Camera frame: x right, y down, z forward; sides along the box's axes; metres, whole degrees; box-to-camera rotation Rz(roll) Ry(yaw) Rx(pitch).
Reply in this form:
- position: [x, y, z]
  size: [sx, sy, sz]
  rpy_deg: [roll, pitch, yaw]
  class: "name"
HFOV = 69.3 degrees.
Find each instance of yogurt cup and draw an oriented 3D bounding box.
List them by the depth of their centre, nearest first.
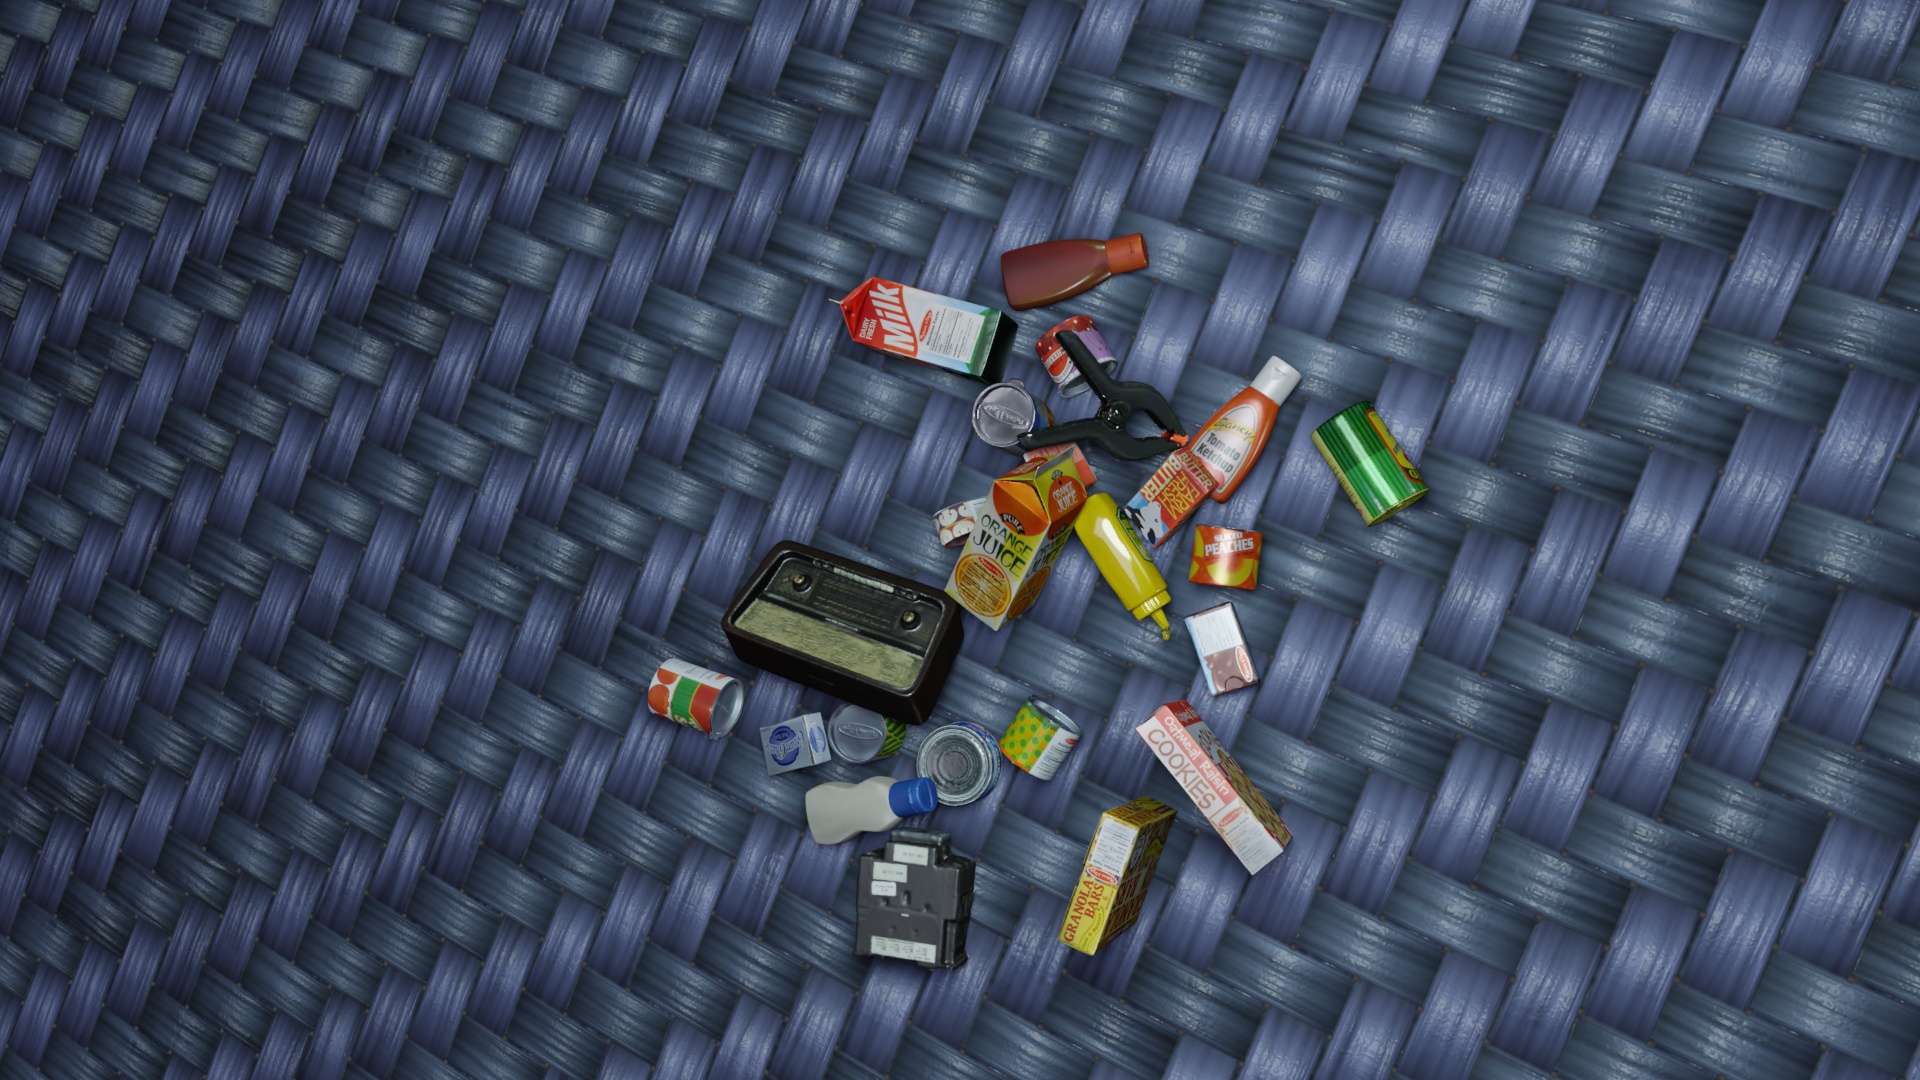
- position: [0.103, -0.071, 1.415]
  size: [0.054, 0.072, 0.072]
  rpy_deg: [-30, 77, 6]
  class: "yogurt cup"

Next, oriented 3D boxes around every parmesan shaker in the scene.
- position: [0.387, -0.074, 1.316]
  size: [0.071, 0.071, 0.103]
  rpy_deg: [-33, 76, 13]
  class: "parmesan shaker"

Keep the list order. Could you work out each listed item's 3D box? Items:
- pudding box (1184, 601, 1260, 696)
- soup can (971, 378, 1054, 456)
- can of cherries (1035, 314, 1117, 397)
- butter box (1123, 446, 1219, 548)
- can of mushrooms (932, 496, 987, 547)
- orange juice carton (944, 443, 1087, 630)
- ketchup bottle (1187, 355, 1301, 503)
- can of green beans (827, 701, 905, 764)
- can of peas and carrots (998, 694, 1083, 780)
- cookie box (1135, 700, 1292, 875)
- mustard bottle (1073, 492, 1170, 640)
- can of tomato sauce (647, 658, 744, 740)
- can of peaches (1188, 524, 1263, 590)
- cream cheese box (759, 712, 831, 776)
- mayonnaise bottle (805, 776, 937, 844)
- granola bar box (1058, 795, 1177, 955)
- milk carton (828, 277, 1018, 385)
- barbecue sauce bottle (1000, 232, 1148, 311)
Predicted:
- position: [0.257, 0.107, 1.366]
  size: [0.049, 0.030, 0.084]
  rpy_deg: [-21, 79, 15]
  class: "pudding box"
- position: [0.057, -0.125, 1.423]
  size: [0.071, 0.084, 0.071]
  rpy_deg: [-1, 85, 18]
  class: "soup can"
- position: [0.116, -0.188, 1.416]
  size: [0.071, 0.071, 0.058]
  rpy_deg: [-32, 77, 14]
  class: "can of cherries"
- position: [0.206, -0.042, 1.369]
  size: [0.053, 0.024, 0.103]
  rpy_deg: [53, 140, 14]
  class: "butter box"
- position: [0.005, -0.018, 1.442]
  size: [0.071, 0.071, 0.033]
  rpy_deg: [-22, 80, 16]
  class: "can of mushrooms"
- position: [0.060, -0.010, 1.369]
  size: [0.073, 0.072, 0.191]
  rpy_deg: [38, 128, 18]
  class: "orange juice carton"
- position: [0.278, -0.112, 1.371]
  size: [0.065, 0.043, 0.148]
  rpy_deg: [38, 97, 16]
  class: "ketchup bottle"
- position: [-0.098, 0.200, 1.461]
  size: [0.071, 0.058, 0.071]
  rpy_deg: [-1, 85, 19]
  class: "can of green beans"
- position: [0.079, 0.198, 1.400]
  size: [0.071, 0.071, 0.058]
  rpy_deg: [35, 97, 18]
  class: "can of peas and carrots"
- position: [0.242, 0.228, 1.312]
  size: [0.040, 0.123, 0.168]
  rpy_deg: [-41, 75, 11]
  class: "cookie box"
- position: [0.168, 0.028, 1.387]
  size: [0.048, 0.065, 0.160]
  rpy_deg: [-34, 82, 16]
  class: "mustard bottle"
- position: [-0.291, 0.174, 1.522]
  size: [0.083, 0.071, 0.071]
  rpy_deg: [16, 91, 20]
  class: "can of tomato sauce"
- position: [0.258, 0.017, 1.352]
  size: [0.071, 0.071, 0.058]
  rpy_deg: [8, 89, 19]
  class: "can of peaches"
- position: [-0.177, 0.217, 1.475]
  size: [0.103, 0.024, 0.053]
  rpy_deg: [-24, 77, 52]
  class: "cream cheese box"
- position: [-0.093, 0.276, 1.444]
  size: [0.148, 0.041, 0.065]
  rpy_deg: [-17, 81, 31]
  class: "mayonnaise bottle"
- position: [0.150, 0.312, 1.313]
  size: [0.039, 0.165, 0.124]
  rpy_deg: [20, 92, 21]
  class: "granola bar box"
- position: [-0.044, -0.225, 1.472]
  size: [0.191, 0.072, 0.073]
  rpy_deg: [18, 91, 18]
  class: "milk carton"
- position: [0.118, -0.284, 1.438]
  size: [0.148, 0.043, 0.065]
  rpy_deg: [-11, 82, 17]
  class: "barbecue sauce bottle"
